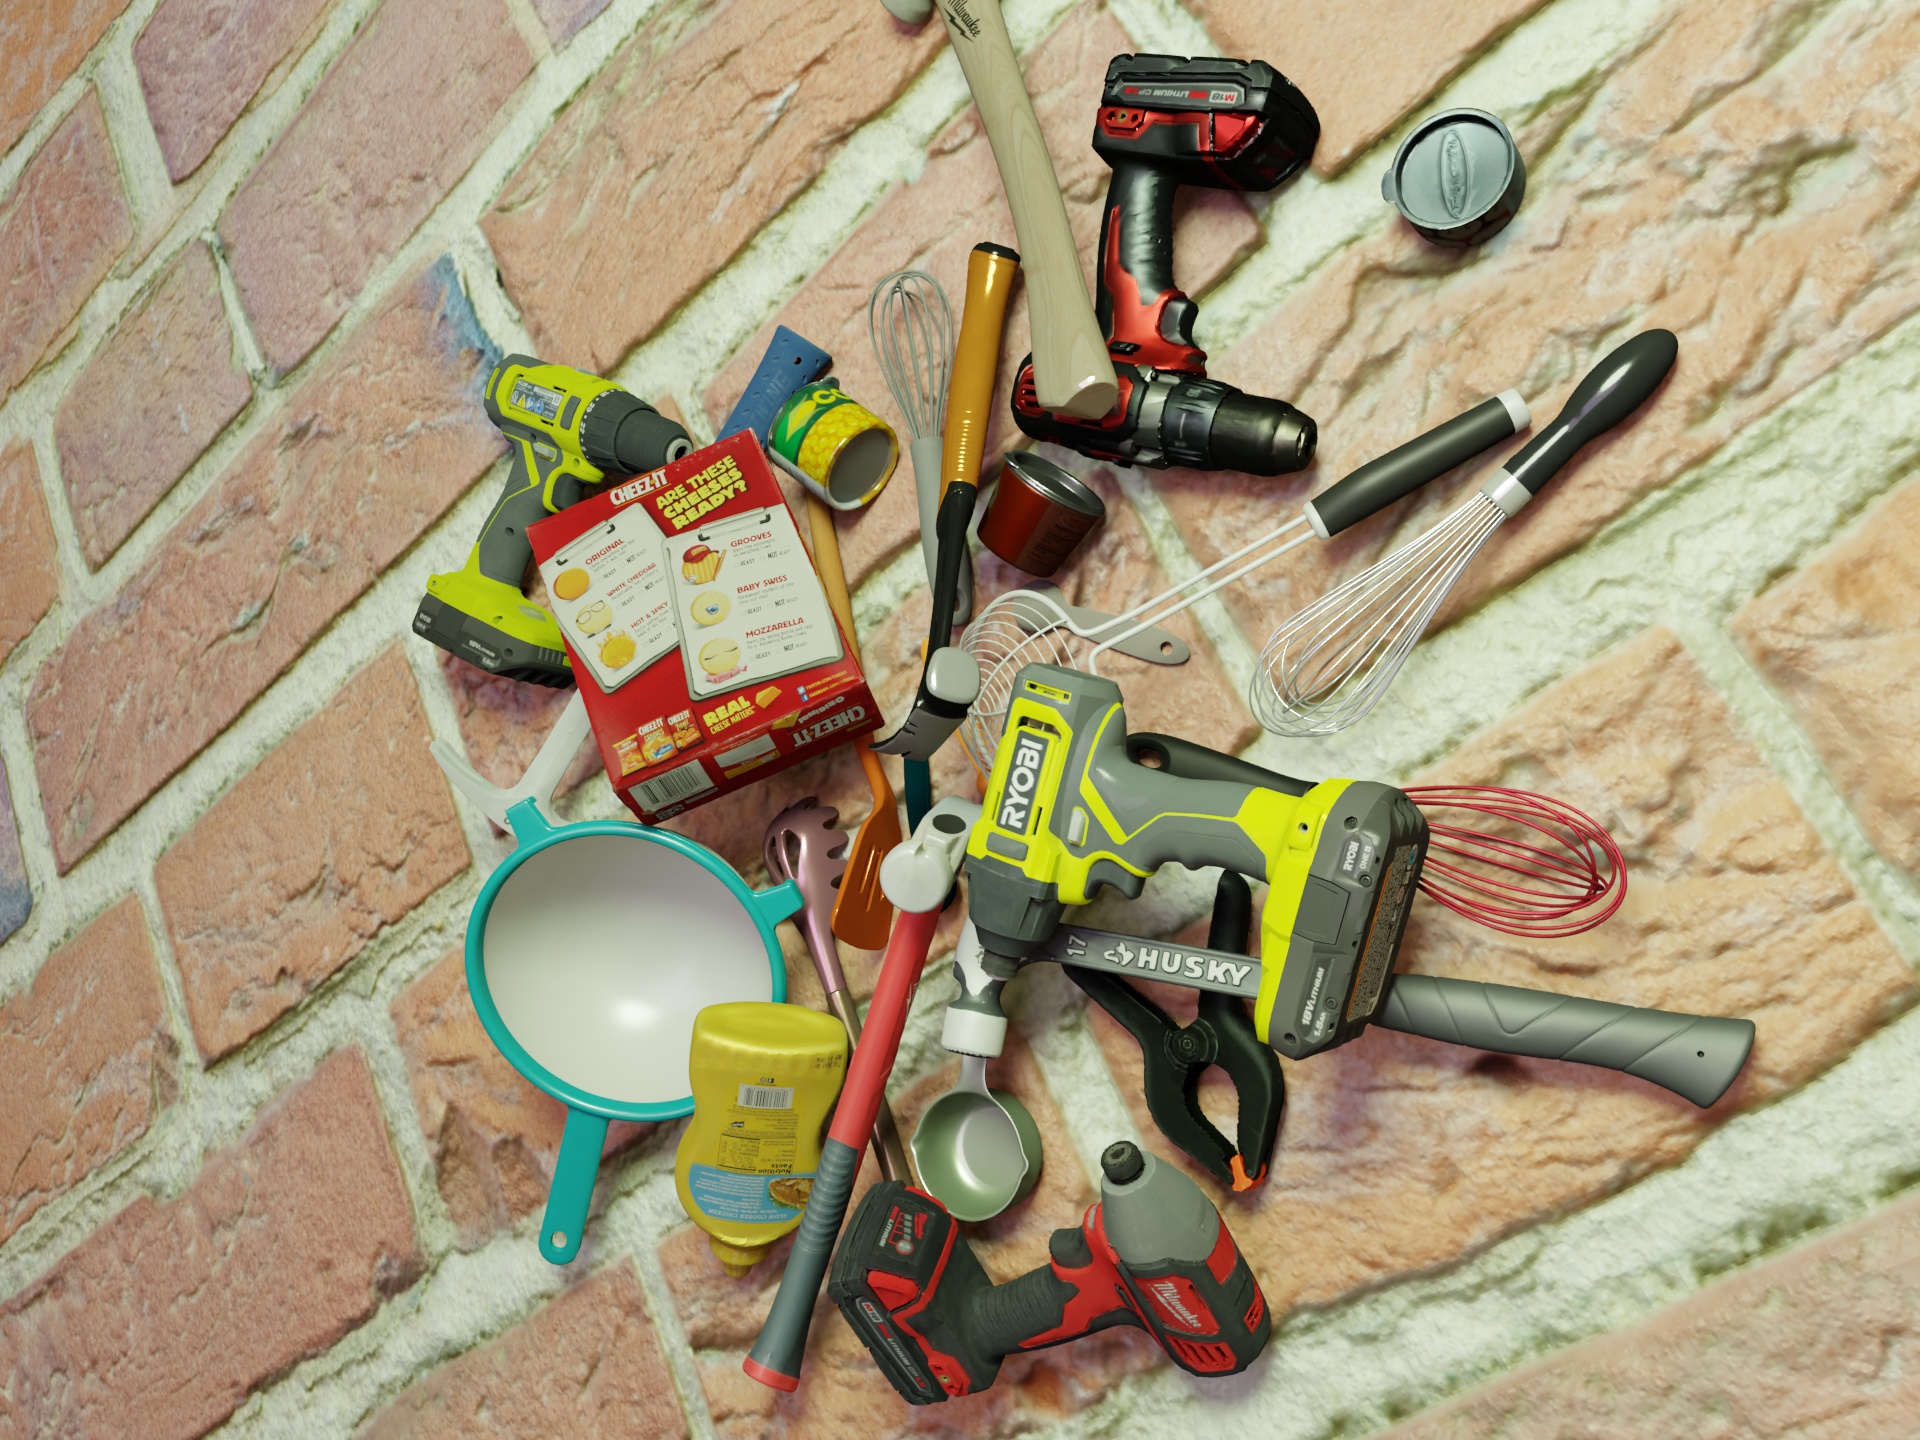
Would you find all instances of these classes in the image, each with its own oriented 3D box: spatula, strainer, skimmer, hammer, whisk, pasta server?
[{"bbox_3d":[-0.077,-0.013,1.034,0.041,0.081,0.323,-18,69,17],"label":"spatula"},{"bbox_3d":[-0.228,0.208,1.074,0.211,0.095,0.340,17,110,1],"label":"strainer"},{"bbox_3d":[0.150,-0.075,0.903,0.363,0.090,0.127,-29,71,13],"label":"skimmer"},{"bbox_3d":[-0.058,0.230,0.950,0.038,0.143,0.386,21,107,11],"label":"hammer"},{"bbox_3d":[0.205,0.050,0.849,0.296,0.073,0.073,16,93,38],"label":"whisk"},{"bbox_3d":[0.188,0.136,0.832,0.409,0.036,0.149,6,79,25],"label":"hammer"},{"bbox_3d":[-0.001,-0.142,0.957,0.127,0.034,0.337,131,150,-63],"label":"hammer"},{"bbox_3d":[0.260,-0.096,0.831,0.284,0.070,0.070,-46,63,14],"label":"whisk"},{"bbox_3d":[-0.218,-0.093,1.108,0.144,0.035,0.405,31,98,-13],"label":"hammer"},{"bbox_3d":[-0.019,-0.177,1.021,0.055,0.055,0.239,-12,83,30],"label":"whisk"},{"bbox_3d":[0.036,-0.355,0.941,0.146,0.038,0.411,-40,53,42],"label":"hammer"},{"bbox_3d":[-0.066,0.199,1.018,0.060,0.040,0.316,-27,75,27],"label":"pasta server"}]

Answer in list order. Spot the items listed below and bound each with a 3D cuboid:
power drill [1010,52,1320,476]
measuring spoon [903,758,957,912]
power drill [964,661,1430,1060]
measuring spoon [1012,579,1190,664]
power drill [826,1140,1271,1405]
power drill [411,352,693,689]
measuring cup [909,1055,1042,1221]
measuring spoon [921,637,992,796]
[{"bbox_3d":[0.137,-0.253,0.914,0.188,0.080,0.226,19,97,32],"label":"power drill"},{"bbox_3d":[-0.020,0.063,1.011,0.042,0.021,0.129,-21,64,38],"label":"measuring spoon"},{"bbox_3d":[0.109,0.079,0.814,0.223,0.080,0.171,18,98,31],"label":"power drill"},{"bbox_3d":[0.081,-0.057,0.957,0.124,0.018,0.034,21,95,31],"label":"measuring spoon"},{"bbox_3d":[0.045,0.301,0.874,0.219,0.079,0.143,-18,113,28],"label":"power drill"},{"bbox_3d":[-0.299,-0.145,1.172,0.191,0.080,0.228,24,95,32],"label":"power drill"},{"bbox_3d":[0.017,0.213,0.957,0.083,0.038,0.167,1,83,32],"label":"measuring cup"},{"bbox_3d":[-0.002,-0.003,1.006,0.021,0.011,0.117,-34,68,24],"label":"measuring spoon"}]
